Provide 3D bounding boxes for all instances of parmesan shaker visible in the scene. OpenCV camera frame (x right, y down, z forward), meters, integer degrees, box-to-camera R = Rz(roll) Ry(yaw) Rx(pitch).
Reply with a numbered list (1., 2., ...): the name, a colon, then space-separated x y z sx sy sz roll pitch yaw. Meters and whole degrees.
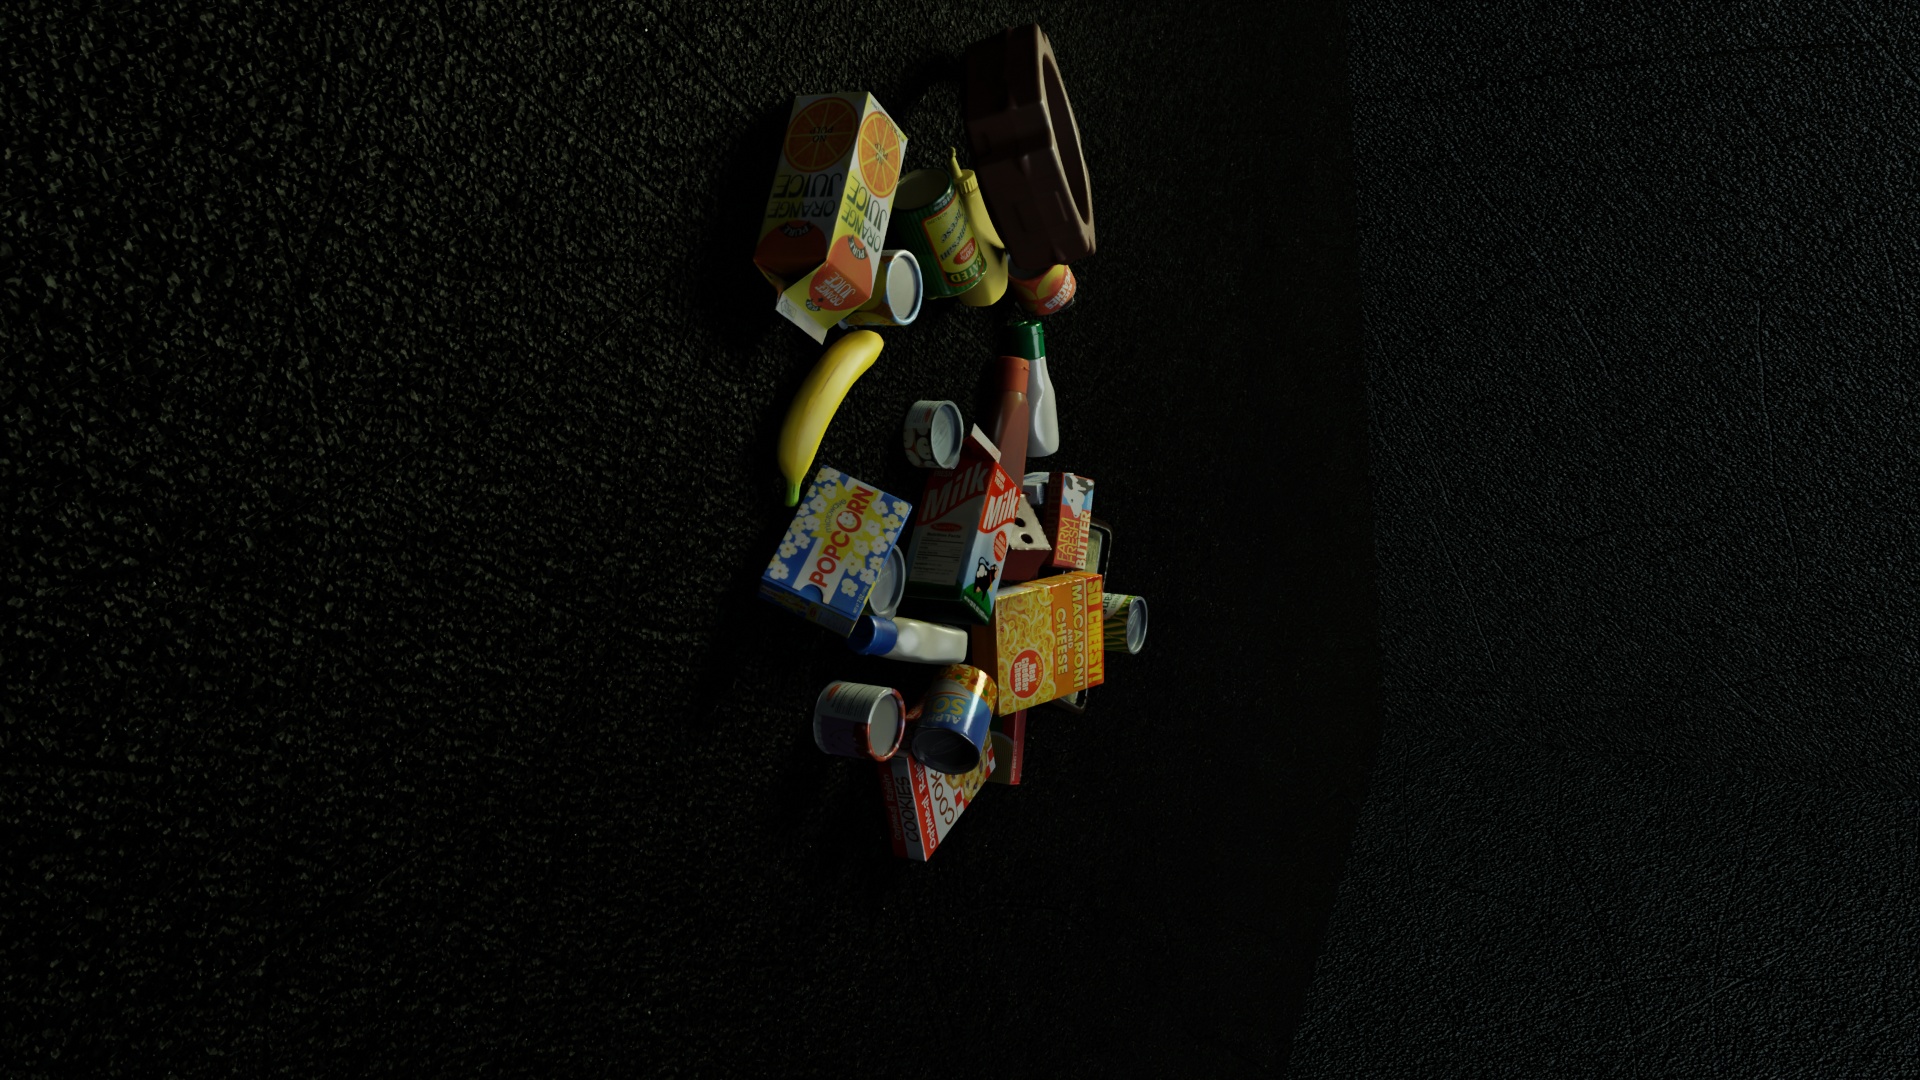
1. parmesan shaker: -0.024 -0.285 1.296 0.071 0.071 0.102 -67 147 -32

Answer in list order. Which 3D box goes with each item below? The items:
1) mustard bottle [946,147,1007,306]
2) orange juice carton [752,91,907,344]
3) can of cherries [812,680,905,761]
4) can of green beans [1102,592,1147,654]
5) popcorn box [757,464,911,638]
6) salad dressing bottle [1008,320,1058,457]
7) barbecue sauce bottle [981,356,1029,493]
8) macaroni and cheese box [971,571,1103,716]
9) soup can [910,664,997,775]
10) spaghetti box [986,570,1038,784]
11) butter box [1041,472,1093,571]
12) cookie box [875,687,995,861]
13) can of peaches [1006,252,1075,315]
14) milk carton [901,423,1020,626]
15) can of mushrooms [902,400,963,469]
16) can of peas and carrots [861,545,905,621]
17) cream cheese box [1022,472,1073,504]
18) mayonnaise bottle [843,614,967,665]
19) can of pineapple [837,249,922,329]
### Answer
1. mustard bottle: 0.007 -0.312 1.370 0.066 0.049 0.159 -59 142 -47
2. orange juice carton: -0.108 -0.260 1.124 0.071 0.073 0.193 36 62 -59
3. can of cherries: -0.089 0.163 1.240 0.072 0.058 0.071 -15 106 -62
4. can of green beans: 0.176 0.094 1.592 0.071 0.058 0.071 -19 112 -60
5. popcorn box: -0.104 0.007 1.155 0.038 0.085 0.127 118 -3 -56
6. salad dressing bottle: 0.079 -0.168 1.541 0.064 0.044 0.147 -36 124 -56
7. barbecue sauce bottle: 0.048 -0.121 1.486 0.065 0.043 0.148 16 79 -59
8. macaroni and cheese box: 0.082 0.105 1.456 0.167 0.040 0.123 -10 102 -44
9. soup can: -0.007 0.167 1.318 0.084 0.071 0.071 -72 152 -45
10. spaghetti box: 0.049 0.139 1.517 0.029 0.050 0.250 9 86 -64
11. butter box: 0.116 -0.020 1.517 0.053 0.024 0.103 12 82 -43
12. cookie box: -0.024 0.222 1.398 0.168 0.040 0.122 -45 132 -53
13. can of peaches: 0.087 -0.287 1.508 0.058 0.071 0.071 54 47 -51
14. milk carton: 0.005 -0.017 1.382 0.072 0.073 0.191 46 53 -56
15. can of mushrooms: -0.026 -0.101 1.353 0.071 0.033 0.071 -15 106 -62
16. can of peas and carrots: -0.089 0.034 1.221 0.071 0.059 0.070 -20 113 -61
17. cream cheese box: 0.084 -0.058 1.554 0.104 0.053 0.024 -21 111 -61
18. mayonnaise bottle: -0.054 0.092 1.299 0.148 0.065 0.041 17 78 -59
19. can of pineapple: -0.073 -0.219 1.215 0.071 0.058 0.071 -18 110 -62
